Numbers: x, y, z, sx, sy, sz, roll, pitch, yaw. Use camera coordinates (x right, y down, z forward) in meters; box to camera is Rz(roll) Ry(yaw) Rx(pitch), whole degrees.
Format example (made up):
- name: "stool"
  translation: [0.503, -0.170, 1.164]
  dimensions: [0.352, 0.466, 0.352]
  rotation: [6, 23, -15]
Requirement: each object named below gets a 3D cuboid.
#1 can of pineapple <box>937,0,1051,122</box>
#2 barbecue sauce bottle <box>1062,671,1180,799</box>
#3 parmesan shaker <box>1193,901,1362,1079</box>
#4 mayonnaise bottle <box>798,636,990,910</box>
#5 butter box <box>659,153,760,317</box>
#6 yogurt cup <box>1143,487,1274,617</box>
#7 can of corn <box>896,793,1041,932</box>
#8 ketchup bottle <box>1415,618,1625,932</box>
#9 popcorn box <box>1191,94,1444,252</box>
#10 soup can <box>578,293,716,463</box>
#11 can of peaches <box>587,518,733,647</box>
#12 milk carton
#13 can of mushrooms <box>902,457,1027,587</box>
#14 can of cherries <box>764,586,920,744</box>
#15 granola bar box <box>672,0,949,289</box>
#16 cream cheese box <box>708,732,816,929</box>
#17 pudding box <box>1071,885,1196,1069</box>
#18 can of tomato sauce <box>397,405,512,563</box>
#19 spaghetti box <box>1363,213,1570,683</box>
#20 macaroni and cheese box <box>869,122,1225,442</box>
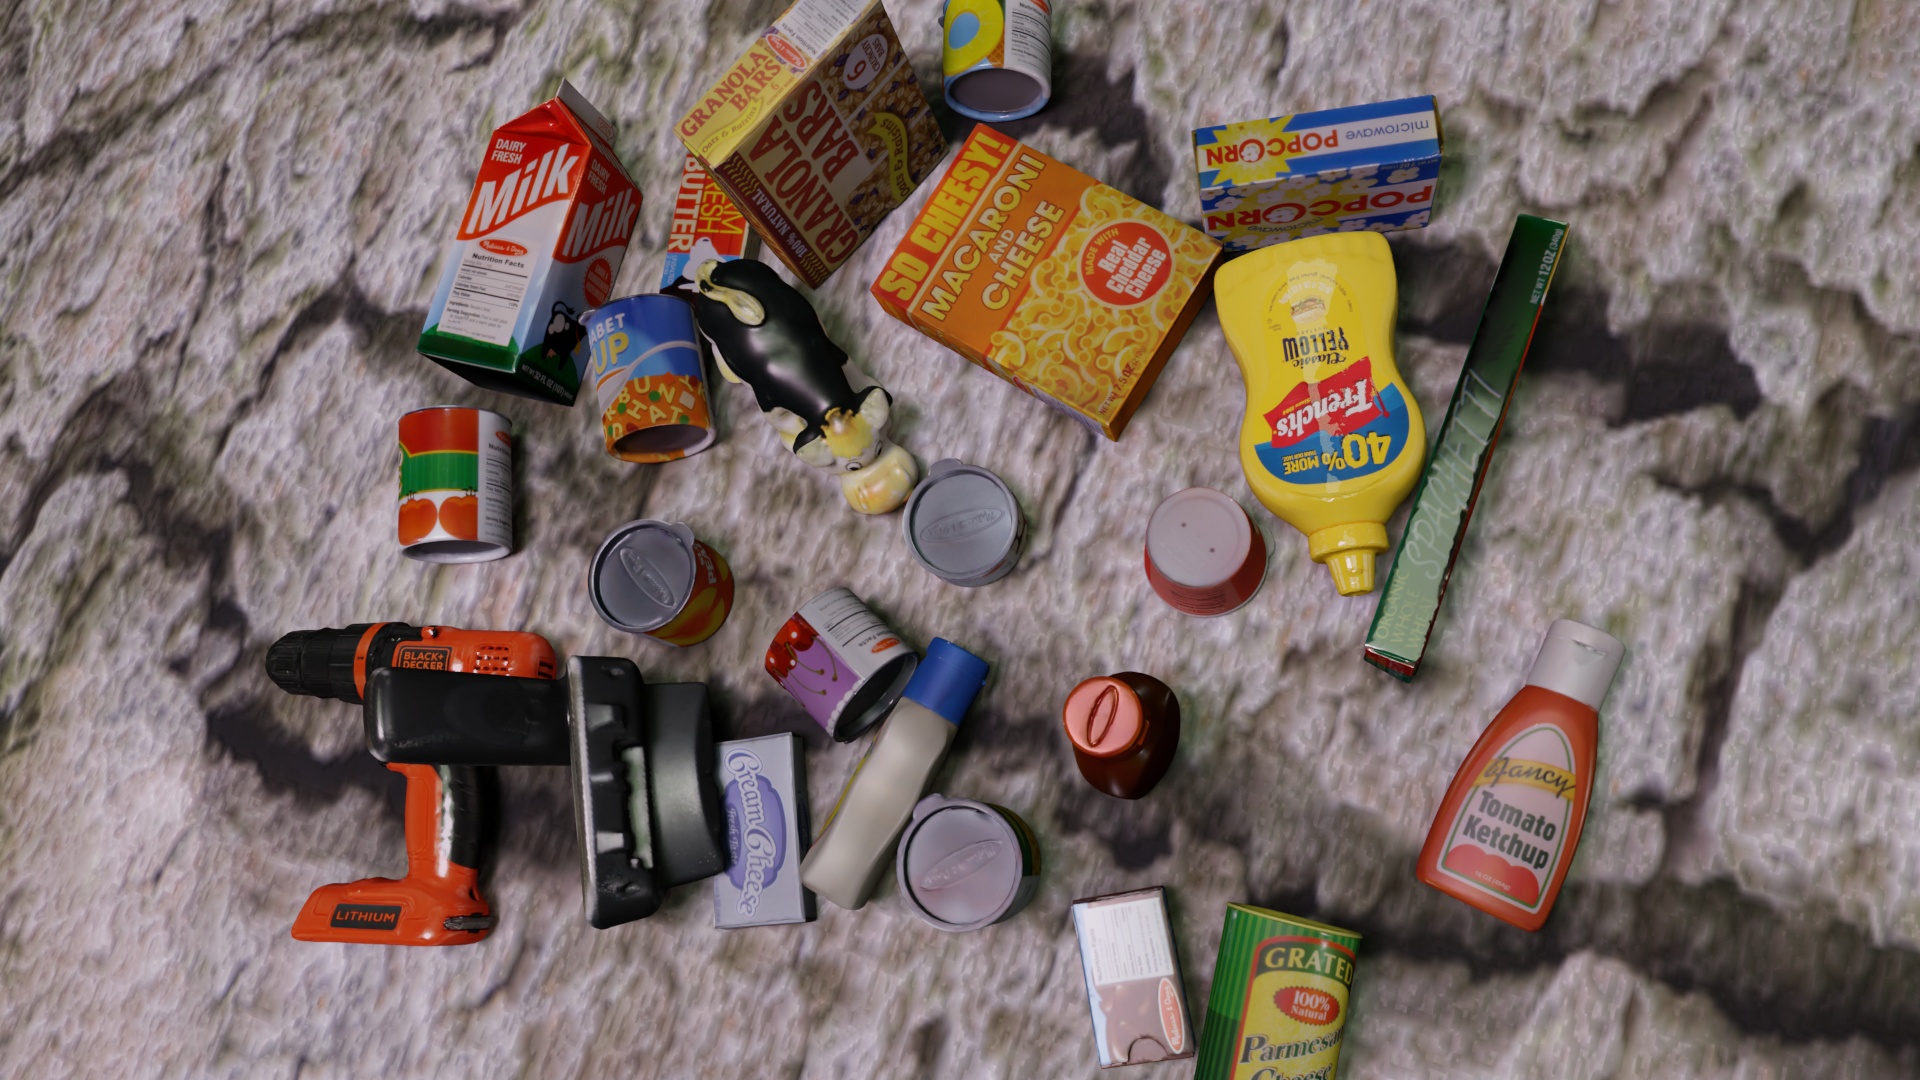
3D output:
- name: "can of pineapple"
  translation: [0.021, -0.293, 0.835]
  dimensions: [0.071, 0.071, 0.058]
  rotation: [-2, 77, 13]
- name: "barbecue sauce bottle"
  translation: [0.080, 0.093, 0.683]
  dimensions: [0.044, 0.148, 0.065]
  rotation: [20, 83, 16]
- name: "parmesan shaker"
  translation: [0.155, 0.236, 0.676]
  dimensions: [0.071, 0.071, 0.103]
  rotation: [10, 80, 15]
- name: "mayonnaise bottle"
  translation: [-0.034, 0.124, 0.750]
  dimensions: [0.041, 0.064, 0.148]
  rotation: [28, 81, 4]
- name: "butter box"
  translation: [-0.154, -0.191, 0.873]
  dimensions: [0.053, 0.024, 0.103]
  rotation: [5, 78, 14]
- name: "yogurt cup"
  translation: [0.129, 0.004, 0.743]
  dimensions: [0.072, 0.054, 0.072]
  rotation: [-3, 76, 14]
- name: "can of corn"
  translation: [0.005, 0.168, 0.730]
  dimensions: [0.071, 0.058, 0.071]
  rotation: [-3, 76, 13]
- name: "ketchup bottle"
  translation: [0.282, 0.113, 0.686]
  dimensions: [0.065, 0.043, 0.149]
  rotation: [24, 83, 18]
- name: "popcorn box"
  translation: [0.194, -0.198, 0.760]
  dimensions: [0.127, 0.085, 0.038]
  rotation: [-5, 77, 12]
- name: "soup can"
  translation: [-0.188, -0.096, 0.834]
  dimensions: [0.071, 0.071, 0.084]
  rotation: [-15, 74, 10]
- name: "can of peaches"
  translation: [-0.171, 0.024, 0.807]
  dimensions: [0.071, 0.058, 0.071]
  rotation: [-3, 76, 13]
- name: "milk carton"
  translation: [-0.262, -0.189, 0.873]
  dimensions: [0.073, 0.072, 0.191]
  rotation: [13, 81, 16]
- name: "can of mushrooms"
  translation: [0.003, -0.010, 0.787]
  dimensions: [0.071, 0.033, 0.071]
  rotation: [-3, 77, 13]
- name: "can of cherries"
  translation: [-0.067, 0.070, 0.768]
  dimensions: [0.058, 0.071, 0.071]
  rotation: [41, 89, 19]
- name: "granola bar box"
  translation: [-0.077, -0.227, 0.789]
  dimensions: [0.124, 0.165, 0.039]
  rotation: [-46, 73, 0]
- name: "cream cheese box"
  translation: [-0.112, 0.163, 0.777]
  dimensions: [0.053, 0.024, 0.104]
  rotation: [-9, 75, 11]
- name: "pudding box"
  translation: [0.088, 0.223, 0.712]
  dimensions: [0.049, 0.030, 0.084]
  rotation: [-12, 74, 9]
- name: "can of tomato sauce"
  translation: [-0.311, -0.033, 0.849]
  dimensions: [0.071, 0.071, 0.083]
  rotation: [-8, 76, 12]
- name: "spaghetti box"
  translation: [0.264, -0.049, 0.726]
  dimensions: [0.029, 0.050, 0.250]
  rotation: [19, 82, 19]
- name: "macaroni and cheese box"
  translation: [0.050, -0.151, 0.807]
  dimensions: [0.167, 0.040, 0.124]
  rotation: [32, 86, 18]
